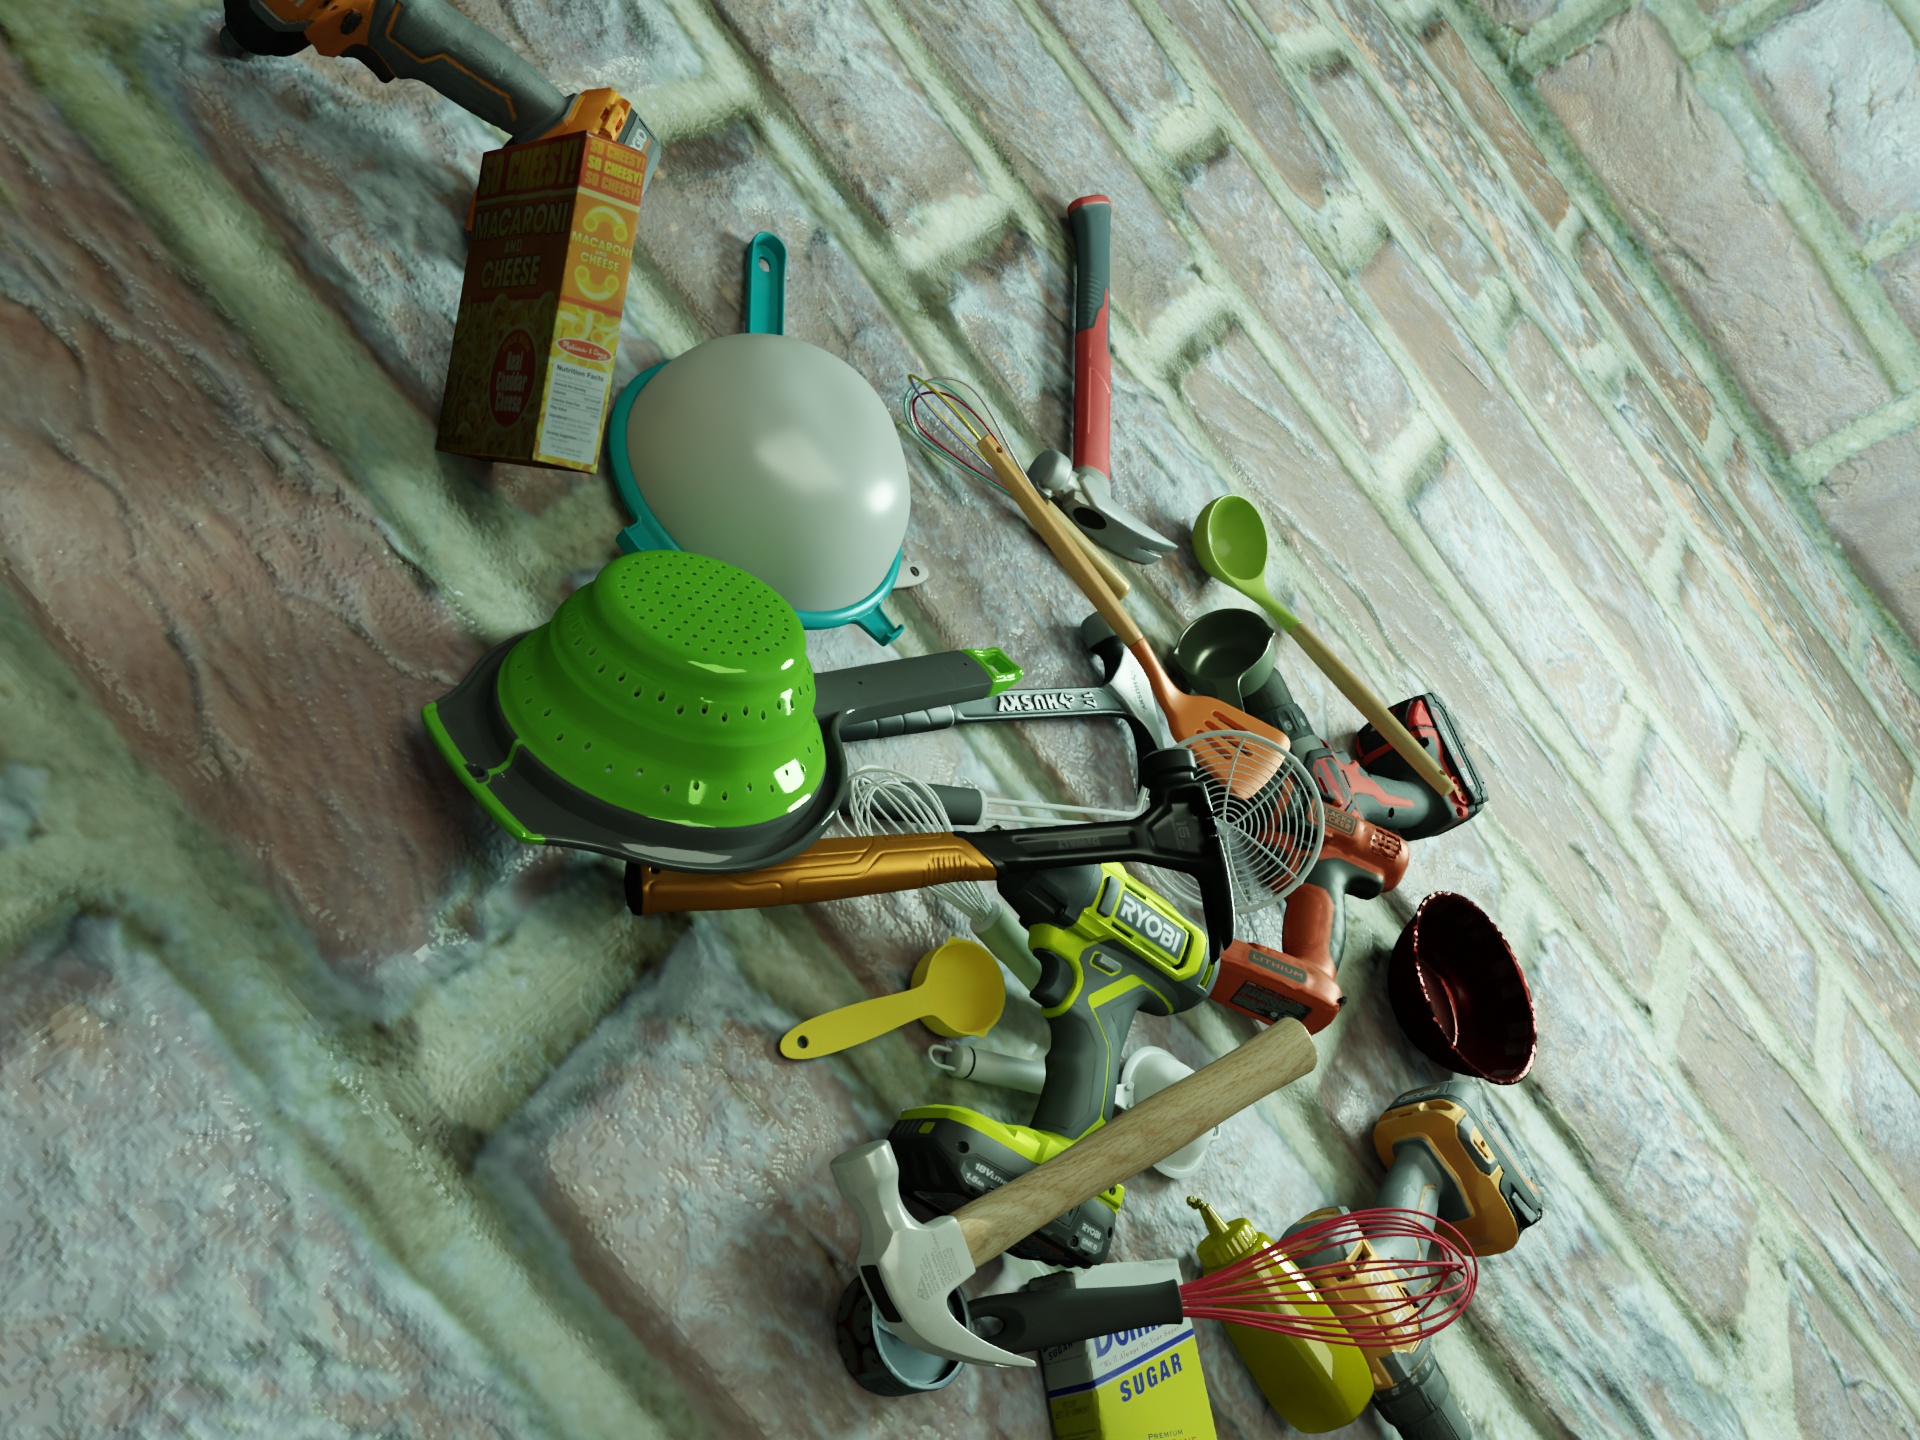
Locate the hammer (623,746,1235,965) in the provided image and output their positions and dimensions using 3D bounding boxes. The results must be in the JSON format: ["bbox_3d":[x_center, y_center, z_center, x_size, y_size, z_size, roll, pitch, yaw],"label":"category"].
[{"bbox_3d":[-0.013,0.084,0.876,0.336,0.034,0.127,-3,61,-15],"label":"hammer"}]

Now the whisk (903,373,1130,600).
[{"bbox_3d":[0.045,-0.173,1.203,0.244,0.047,0.051,42,57,-22],"label":"whisk"}]

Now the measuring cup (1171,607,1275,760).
[{"bbox_3d":[0.212,-0.015,1.236,0.038,0.083,0.168,60,23,-46],"label":"measuring cup"}]

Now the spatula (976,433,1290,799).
[{"bbox_3d":[0.119,-0.080,1.159,0.322,0.041,0.081,52,51,-6],"label":"spatula"}]

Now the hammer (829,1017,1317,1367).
[{"bbox_3d":[0.084,0.235,0.855,0.331,0.031,0.130,-17,84,-39],"label":"hammer"}]

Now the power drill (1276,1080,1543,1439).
[{"bbox_3d":[0.325,0.381,1.103,0.226,0.084,0.185,-33,91,-45],"label":"power drill"}]

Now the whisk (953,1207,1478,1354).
[{"bbox_3d":[0.138,0.314,0.865,0.296,0.073,0.073,-6,64,-3],"label":"whisk"}]

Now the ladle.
[{"bbox_3d":[0.297,-0.066,1.296,0.078,0.062,0.320,-11,52,-39],"label":"ladle"}]

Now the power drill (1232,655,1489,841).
[{"bbox_3d":[0.325,0.028,1.327,0.226,0.080,0.188,-7,68,-43],"label":"power drill"}]

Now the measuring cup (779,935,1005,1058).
[{"bbox_3d":[-0.042,0.169,0.921,0.156,0.029,0.062,-12,79,-36],"label":"measuring cup"}]

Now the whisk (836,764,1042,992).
[{"bbox_3d":[0.010,0.115,0.970,0.246,0.059,0.058,50,24,-25],"label":"whisk"}]

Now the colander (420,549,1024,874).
[{"bbox_3d":[-0.089,-0.035,0.878,0.397,0.094,0.205,-12,47,-46],"label":"colander"}]

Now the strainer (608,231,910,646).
[{"bbox_3d":[-0.109,-0.221,1.030,0.210,0.095,0.341,18,51,-30],"label":"strainer"}]

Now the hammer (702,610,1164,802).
[{"bbox_3d":[-0.002,-0.003,1.057,0.408,0.036,0.149,-4,70,-45],"label":"hammer"}]

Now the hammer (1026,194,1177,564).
[{"bbox_3d":[0.125,-0.310,1.369,0.143,0.038,0.387,29,48,-31],"label":"hammer"}]

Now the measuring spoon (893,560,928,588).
[{"bbox_3d":[-0.062,-0.100,1.068,0.124,0.018,0.034,-10,73,-46],"label":"measuring spoon"}]

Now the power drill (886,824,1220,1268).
[{"bbox_3d":[0.050,0.181,0.917,0.171,0.080,0.223,35,59,-21],"label":"power drill"}]

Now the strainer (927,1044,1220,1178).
[{"bbox_3d":[0.086,0.231,0.992,0.258,0.050,0.087,19,51,-32],"label":"strainer"}]

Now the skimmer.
[{"bbox_3d":[0.077,0.057,1.026,0.363,0.090,0.127,7,78,-34],"label":"skimmer"}]

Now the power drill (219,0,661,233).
[{"bbox_3d":[-0.304,-0.365,0.913,0.226,0.164,0.084,43,41,-35],"label":"power drill"}]
